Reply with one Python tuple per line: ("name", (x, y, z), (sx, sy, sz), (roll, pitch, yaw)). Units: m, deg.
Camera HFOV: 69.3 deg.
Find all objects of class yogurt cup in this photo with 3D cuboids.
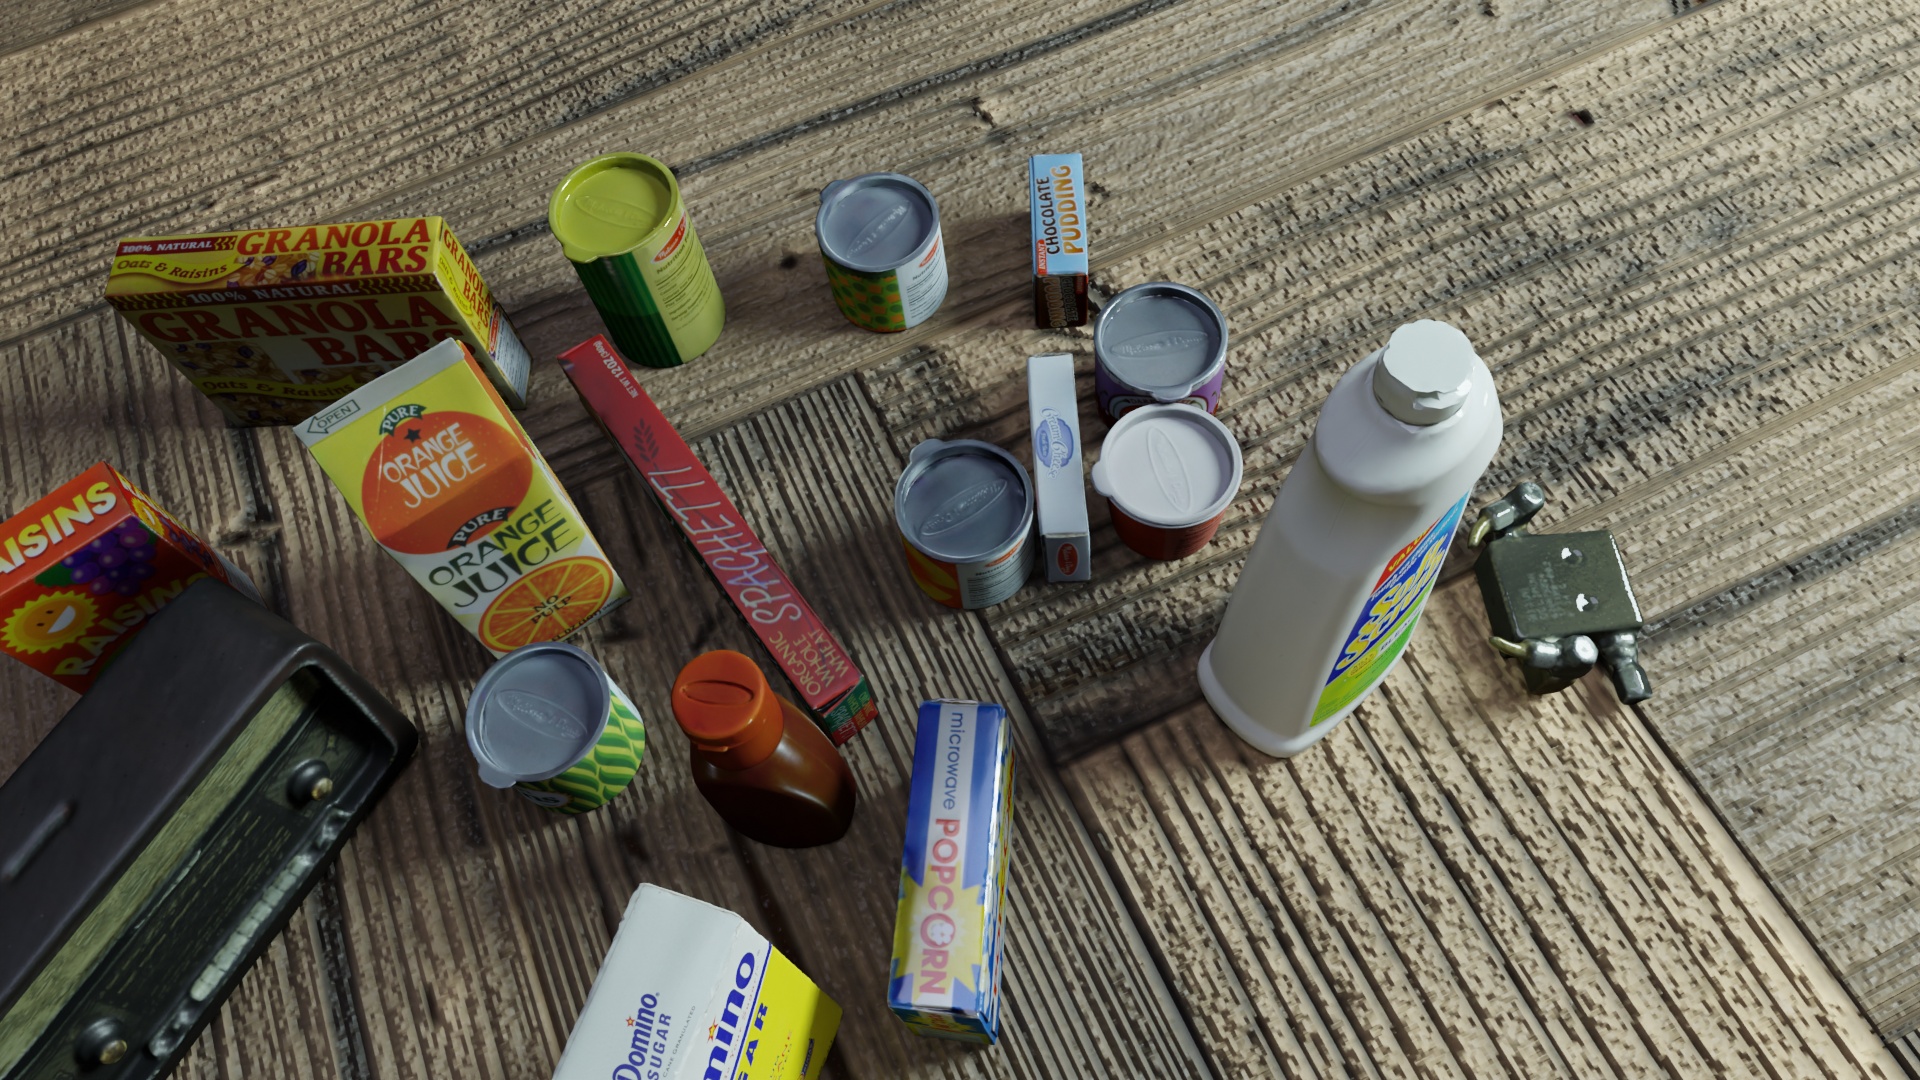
("yogurt cup", (0.101, -0.026, 0.680), (0.072, 0.053, 0.072), (-2, 63, 4))

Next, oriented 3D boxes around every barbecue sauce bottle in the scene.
("barbecue sauce bottle", (-0.085, 0.090, 0.584), (0.065, 0.148, 0.044), (5, 64, 8))

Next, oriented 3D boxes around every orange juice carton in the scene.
("orange juice carton", (-0.222, -0.020, 0.628), (0.072, 0.192, 0.073), (-33, 65, -11))

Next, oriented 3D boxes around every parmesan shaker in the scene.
("parmesan shaker", (-0.170, -0.144, 0.737), (0.071, 0.102, 0.071), (-2, 63, 4))

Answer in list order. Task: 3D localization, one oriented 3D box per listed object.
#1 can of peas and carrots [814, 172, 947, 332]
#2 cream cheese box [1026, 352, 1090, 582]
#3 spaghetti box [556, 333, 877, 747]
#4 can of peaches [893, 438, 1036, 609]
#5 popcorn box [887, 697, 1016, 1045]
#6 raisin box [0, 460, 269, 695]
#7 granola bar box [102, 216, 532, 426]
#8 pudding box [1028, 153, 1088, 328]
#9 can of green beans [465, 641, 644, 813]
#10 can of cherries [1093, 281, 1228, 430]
("can of peas and carrots", (-0.044, -0.157, 0.757), (0.071, 0.058, 0.071), (-2, 63, 4))
("cream cheese box", (0.048, -0.036, 0.690), (0.024, 0.053, 0.104), (-4, 63, 3))
("spaghetti box", (-0.124, -0.004, 0.691), (0.029, 0.050, 0.251), (-35, 65, -12))
("can of peaches", (0.002, -0.008, 0.677), (0.071, 0.057, 0.071), (-2, 63, 4))
("popcorn box", (-0.001, 0.140, 0.586), (0.038, 0.085, 0.127), (2, 63, 7))
("raisin box", (-0.400, 0.027, 0.659), (0.086, 0.123, 0.040), (-36, 66, -13))
("granola bar box", (-0.325, -0.111, 0.722), (0.166, 0.123, 0.039), (-3, 63, 4))
("pudding box", (0.053, -0.164, 0.757), (0.030, 0.049, 0.084), (-2, 63, 4))
("can of green beans", (-0.187, 0.088, 0.645), (0.071, 0.057, 0.071), (-2, 63, 4))
("can of cherries", (0.101, -0.086, 0.708), (0.071, 0.058, 0.072), (-2, 63, 4))
